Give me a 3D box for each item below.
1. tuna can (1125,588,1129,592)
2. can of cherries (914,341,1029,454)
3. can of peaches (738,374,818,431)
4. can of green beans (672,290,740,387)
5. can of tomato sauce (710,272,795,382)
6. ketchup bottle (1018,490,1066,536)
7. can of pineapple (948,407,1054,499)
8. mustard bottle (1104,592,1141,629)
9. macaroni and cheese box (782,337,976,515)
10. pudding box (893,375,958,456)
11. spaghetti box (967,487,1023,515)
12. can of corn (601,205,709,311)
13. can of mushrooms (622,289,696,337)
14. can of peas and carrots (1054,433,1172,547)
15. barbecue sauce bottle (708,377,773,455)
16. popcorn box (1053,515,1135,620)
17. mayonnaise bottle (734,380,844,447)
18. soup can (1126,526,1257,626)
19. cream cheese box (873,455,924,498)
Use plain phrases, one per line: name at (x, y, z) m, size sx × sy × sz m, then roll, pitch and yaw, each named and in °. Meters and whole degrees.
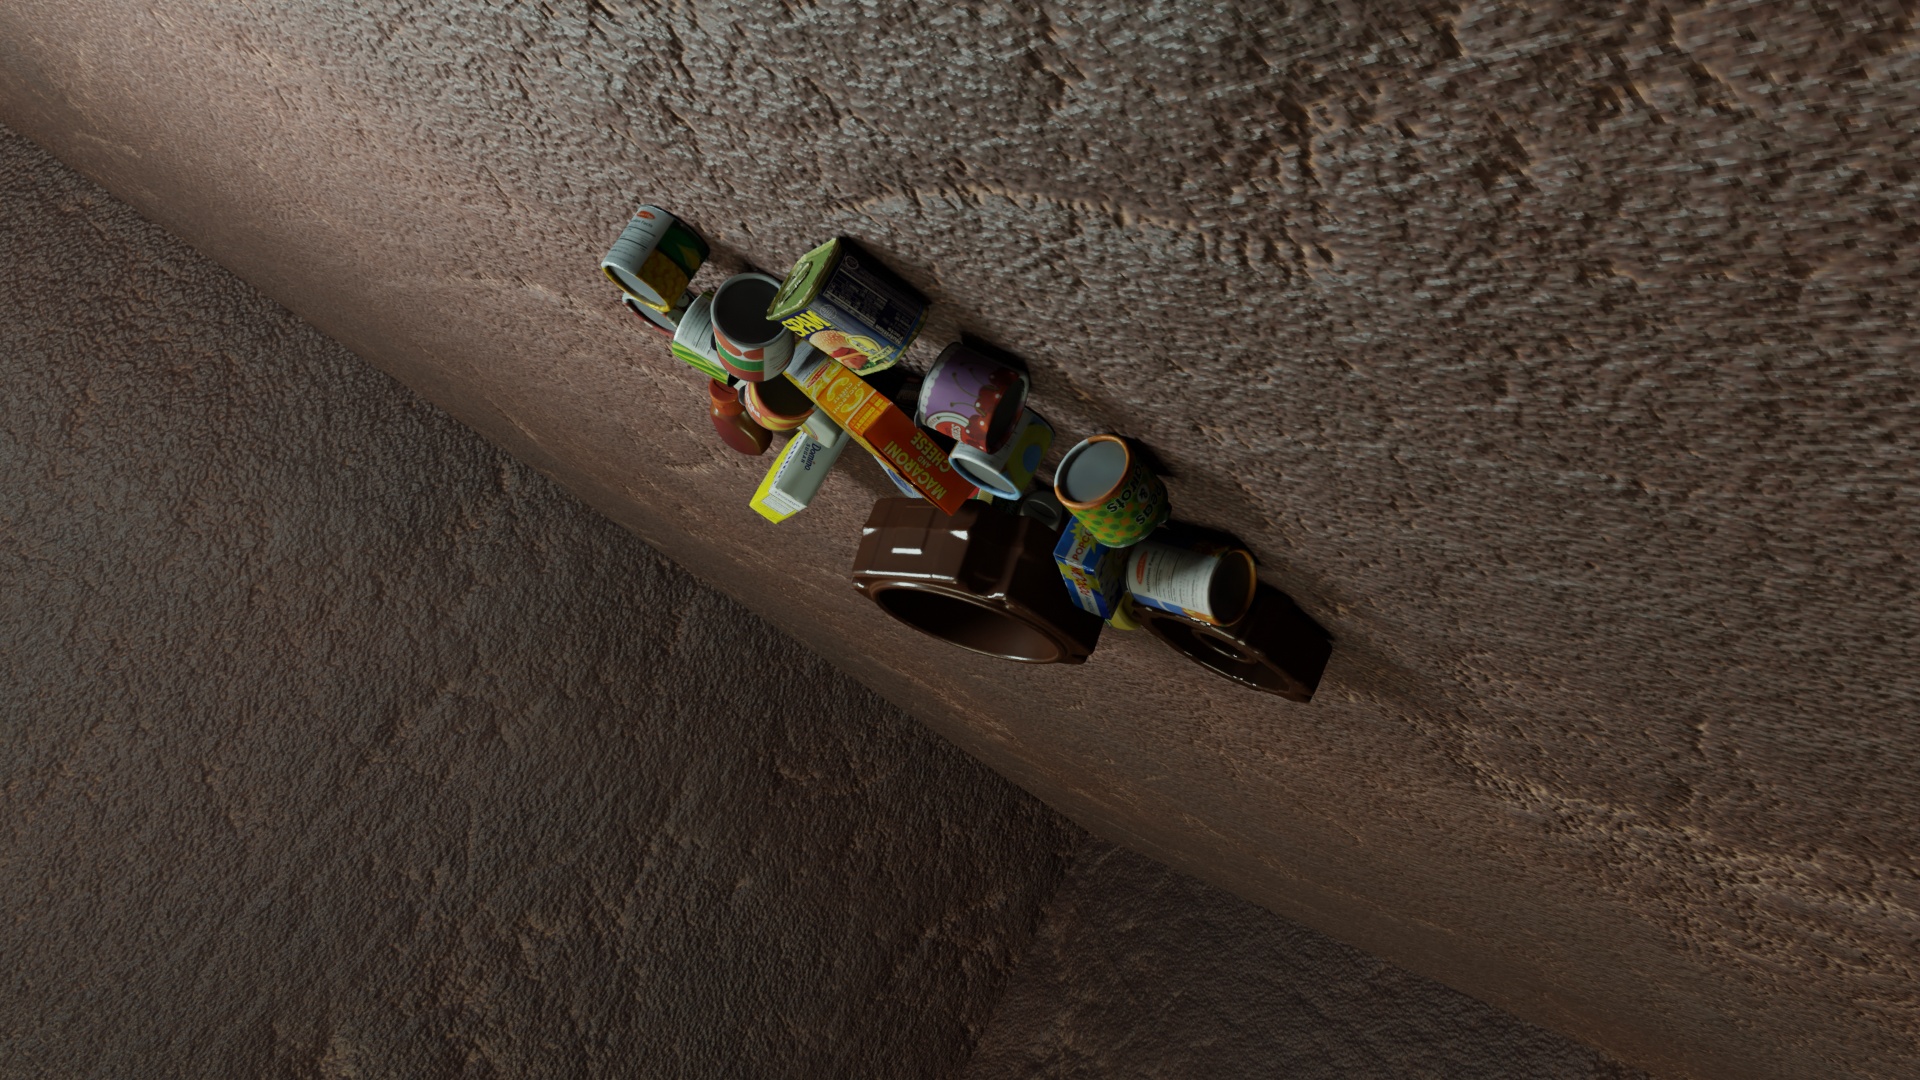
tuna can at (0.138, 0.017, 1.258) m, size 0.071 × 0.033 × 0.071 m, roll 28°, pitch 167°, yaw 7°
can of cherries at (0.009, -0.101, 1.006) m, size 0.058 × 0.071 × 0.071 m, roll 26°, pitch 166°, yaw 16°
can of peaches at (-0.161, -0.135, 1.255) m, size 0.071 × 0.071 × 0.058 m, roll 33°, pitch 166°, yaw -12°
can of green beans at (-0.210, -0.176, 1.213) m, size 0.058 × 0.071 × 0.071 m, roll 30°, pitch 167°, yaw 2°
can of tomato sauce at (-0.170, -0.174, 1.132) m, size 0.071 × 0.071 × 0.083 m, roll 30°, pitch 166°, yaw 0°
ketchup bottle at (0.070, -0.010, 1.284) m, size 0.065 × 0.043 × 0.148 m, roll 29°, pitch 167°, yaw 6°
can of pineapple at (0.033, -0.072, 1.094) m, size 0.071 × 0.058 × 0.071 m, roll 28°, pitch 167°, yaw 7°
mustard bottle at (0.116, 0.046, 1.383) m, size 0.160 × 0.049 × 0.065 m, roll 16°, pitch 159°, yaw 47°
macaroni and cheese box at (-0.072, -0.097, 1.172) m, size 0.123 × 0.040 × 0.167 m, roll 42°, pitch 179°, yaw -41°
pudding box at (-0.011, -0.099, 1.150) m, size 0.049 × 0.030 × 0.083 m, roll 16°, pitch 161°, yaw 43°
spaghetti box at (0.005, -0.017, 1.320) m, size 0.029 × 0.050 × 0.249 m, roll 22°, pitch 163°, yaw -13°
can of corn at (-0.245, -0.225, 1.120) m, size 0.071 × 0.058 × 0.071 m, roll 29°, pitch 167°, yaw 7°
can of mushrooms at (-0.273, -0.216, 1.275) m, size 0.071 × 0.033 × 0.071 m, roll 28°, pitch 166°, yaw 8°
can of peas and carrots at (0.114, -0.037, 1.032) m, size 0.071 × 0.071 × 0.058 m, roll 16°, pitch 160°, yaw 46°
barbecue sauce bottle at (-0.239, -0.137, 1.483) m, size 0.065 × 0.044 × 0.148 m, roll 28°, pitch 167°, yaw 7°
popcorn box at (0.118, 0.004, 1.133) m, size 0.038 × 0.085 × 0.126 m, roll 24°, pitch 165°, yaw 20°
mayonnaise bottle at (-0.176, -0.142, 1.323) m, size 0.148 × 0.041 × 0.064 m, roll 31°, pitch 169°, yaw -5°
soup can at (0.189, 0.029, 1.123) m, size 0.084 × 0.071 × 0.071 m, roll 16°, pitch 161°, yaw 46°
cream cheese box at (-0.045, -0.066, 1.365) m, size 0.053 × 0.024 × 0.103 m, roll 21°, pitch 165°, yaw 26°
